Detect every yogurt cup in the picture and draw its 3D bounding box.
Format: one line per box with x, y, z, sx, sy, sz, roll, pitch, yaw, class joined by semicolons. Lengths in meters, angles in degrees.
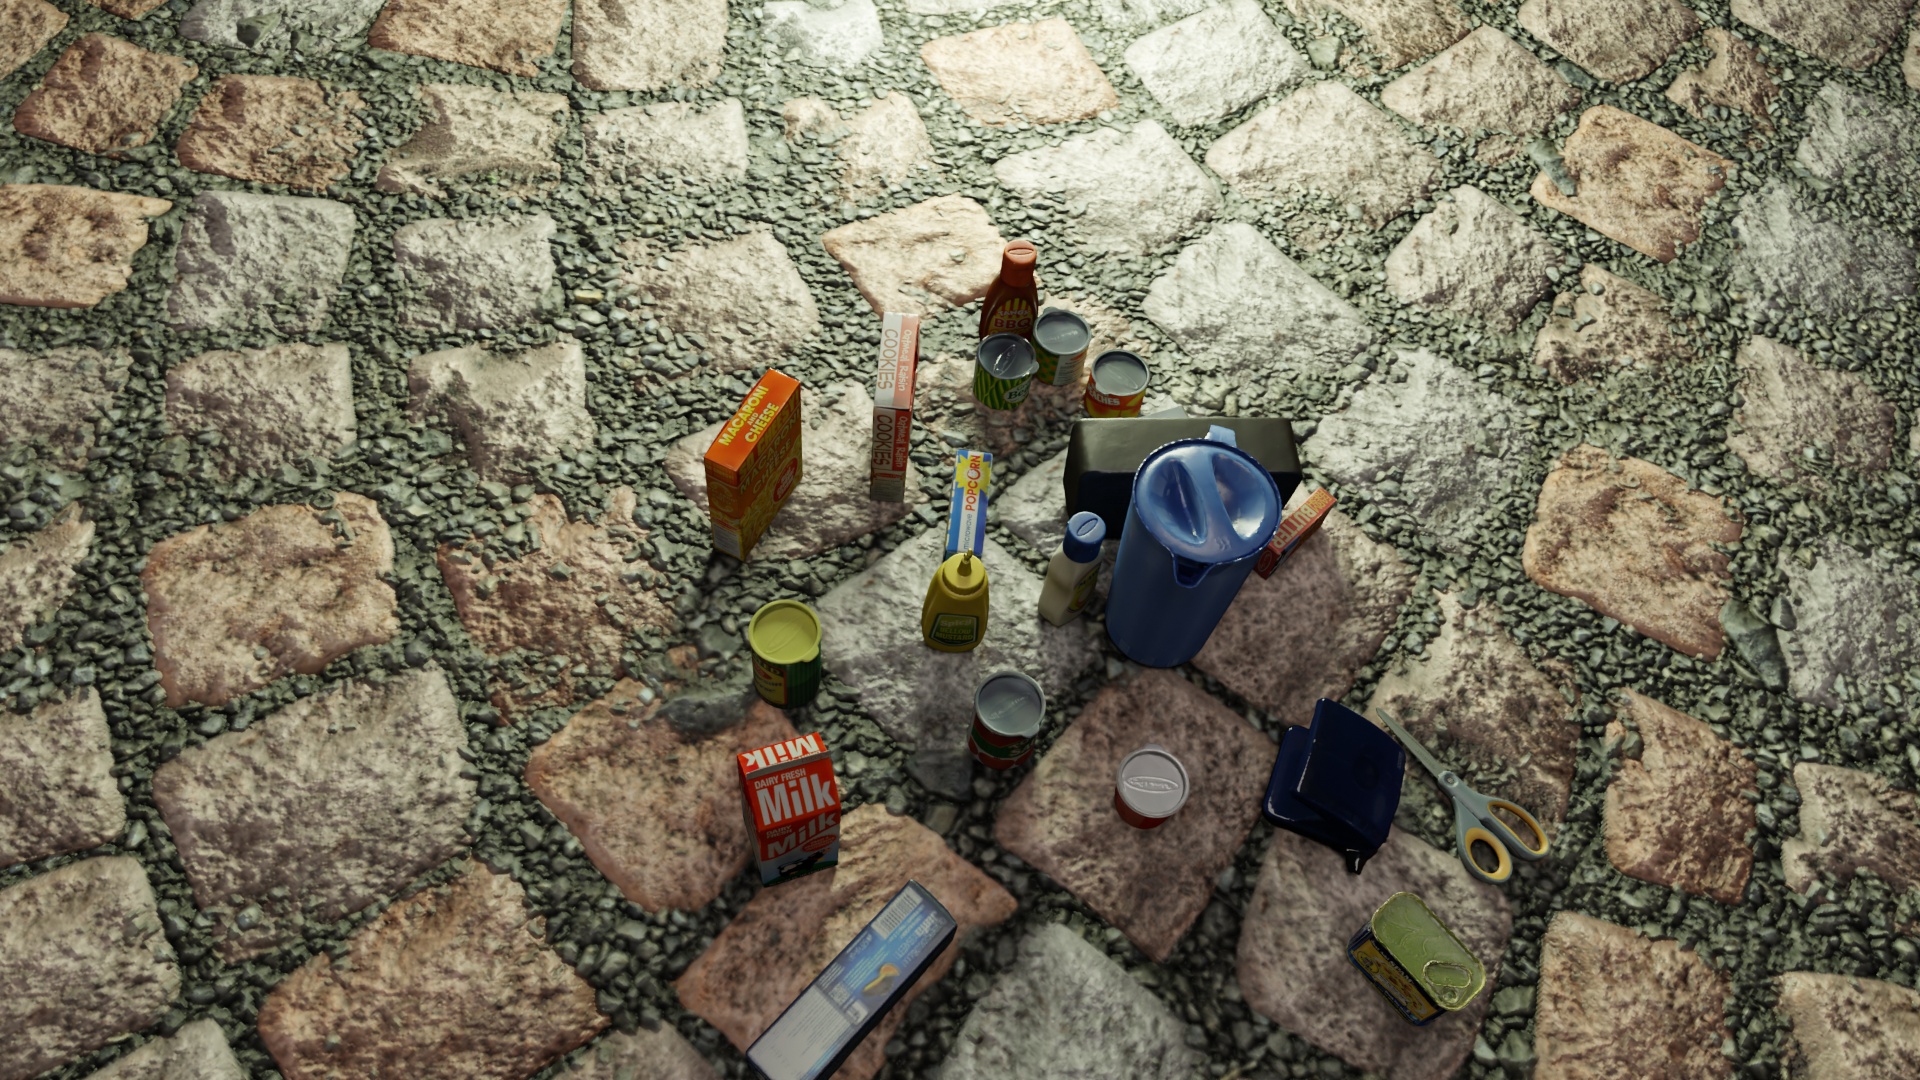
0.175;0.234;1.295;0.072;0.053;0.073;3;58;-4;yogurt cup

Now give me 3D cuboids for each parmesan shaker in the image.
-0.163;0.111;1.308;0.071;0.102;0.071;3;58;-4;parmesan shaker

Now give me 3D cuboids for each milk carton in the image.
-0.146;0.225;1.188;0.072;0.189;0.074;-15;61;-14;milk carton

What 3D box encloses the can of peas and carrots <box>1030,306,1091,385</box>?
0.110;-0.219;1.567;0.071;0.058;0.071;3;58;-4;can of peas and carrots

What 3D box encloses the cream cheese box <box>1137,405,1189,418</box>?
0.195;-0.111;1.512;0.104;0.053;0.024;-17;62;-15;cream cheese box

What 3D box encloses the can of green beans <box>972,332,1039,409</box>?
0.048;-0.187;1.542;0.071;0.057;0.071;3;58;-4;can of green beans

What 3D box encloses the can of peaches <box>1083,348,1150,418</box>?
0.172;-0.168;1.542;0.071;0.057;0.071;3;58;-4;can of peaches

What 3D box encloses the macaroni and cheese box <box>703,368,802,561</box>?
-0.204;-0.073;1.382;0.040;0.165;0.124;25;59;10;macaroni and cheese box

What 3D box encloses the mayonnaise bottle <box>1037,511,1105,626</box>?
0.113;0.026;1.363;0.041;0.147;0.065;42;64;18;mayonnaise bottle

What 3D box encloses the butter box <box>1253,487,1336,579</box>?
0.351;-0.008;1.464;0.024;0.053;0.104;41;63;18;butter box

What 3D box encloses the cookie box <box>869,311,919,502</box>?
-0.068;-0.136;1.434;0.040;0.166;0.123;5;58;-3;cookie box

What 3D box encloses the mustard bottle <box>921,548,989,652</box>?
-0.002;0.053;1.327;0.065;0.159;0.049;4;58;-3;mustard bottle

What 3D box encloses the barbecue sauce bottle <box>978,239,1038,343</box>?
0.058;-0.270;1.541;0.065;0.147;0.044;-3;59;-8;barbecue sauce bottle

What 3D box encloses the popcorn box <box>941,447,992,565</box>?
0.005;-0.018;1.416;0.038;0.084;0.127;7;58;-1;popcorn box

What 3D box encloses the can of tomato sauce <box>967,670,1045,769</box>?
0.044;0.171;1.304;0.071;0.082;0.071;3;58;-4;can of tomato sauce
